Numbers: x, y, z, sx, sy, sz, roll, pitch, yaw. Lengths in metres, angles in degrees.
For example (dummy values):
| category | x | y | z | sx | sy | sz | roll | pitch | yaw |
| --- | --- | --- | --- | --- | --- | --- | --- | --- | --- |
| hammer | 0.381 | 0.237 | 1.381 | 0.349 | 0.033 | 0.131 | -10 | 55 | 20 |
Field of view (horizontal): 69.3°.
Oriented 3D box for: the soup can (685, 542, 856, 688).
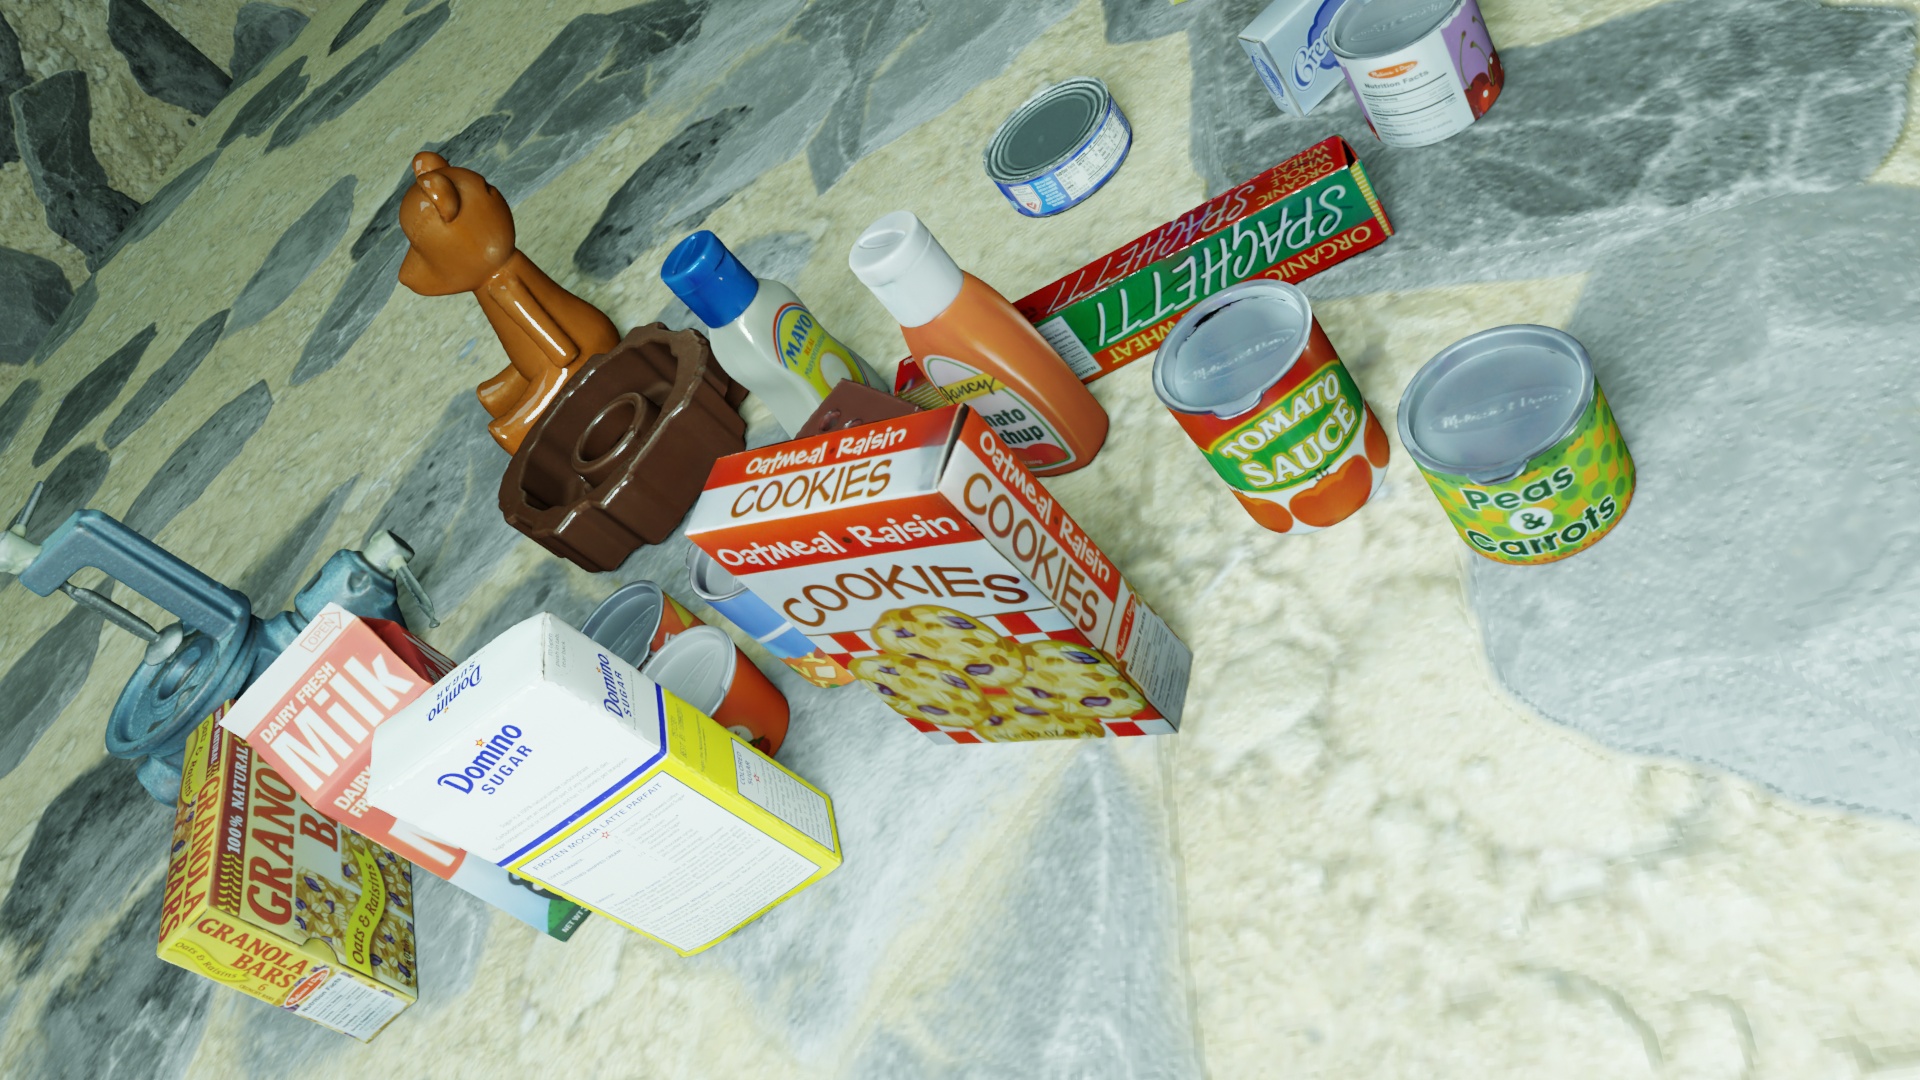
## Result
| category | x | y | z | sx | sy | sz | roll | pitch | yaw |
| --- | --- | --- | --- | --- | --- | --- | --- | --- | --- |
| soup can | -0.079 | 0.023 | 0.669 | 0.071 | 0.083 | 0.072 | -24 | 42 | 24 |

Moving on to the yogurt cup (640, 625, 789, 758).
| category | x | y | z | sx | sy | sz | roll | pitch | yaw |
| --- | --- | --- | --- | --- | --- | --- | --- | --- | --- |
| yogurt cup | -0.120 | 0.083 | 0.674 | 0.072 | 0.054 | 0.073 | -24 | 42 | 24 |

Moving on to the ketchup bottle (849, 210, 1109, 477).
| category | x | y | z | sx | sy | sz | roll | pitch | yaw |
| --- | --- | --- | --- | --- | --- | --- | --- | --- | --- |
| ketchup bottle | 0.007 | -0.089 | 0.641 | 0.064 | 0.148 | 0.044 | 0 | 56 | 43 |

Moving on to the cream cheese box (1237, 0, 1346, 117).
| category | x | y | z | sx | sy | sz | roll | pitch | yaw |
| --- | --- | --- | --- | --- | --- | --- | --- | --- | --- |
| cream cheese box | 0.197 | -0.275 | 0.721 | 0.104 | 0.053 | 0.024 | -44 | 38 | 1 |

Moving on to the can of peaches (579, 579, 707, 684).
| category | x | y | z | sx | sy | sz | roll | pitch | yaw |
| --- | --- | --- | --- | --- | --- | --- | --- | --- | --- |
| can of peaches | -0.160 | 0.065 | 0.723 | 0.071 | 0.058 | 0.071 | -24 | 42 | 24 |

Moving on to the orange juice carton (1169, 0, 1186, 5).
| category | x | y | z | sx | sy | sz | roll | pitch | yaw |
| --- | --- | --- | --- | --- | --- | --- | --- | --- | --- |
| orange juice carton | 0.118 | -0.421 | 0.814 | 0.073 | 0.192 | 0.072 | -8 | 50 | 38 |

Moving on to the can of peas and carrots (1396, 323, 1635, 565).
| category | x | y | z | sx | sy | sz | roll | pitch | yaw |
| --- | --- | --- | --- | --- | --- | --- | --- | --- | --- |
| can of peas and carrots | 0.197 | -0.031 | 0.490 | 0.071 | 0.058 | 0.071 | -24 | 42 | 24 |

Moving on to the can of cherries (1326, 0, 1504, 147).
| category | x | y | z | sx | sy | sz | roll | pitch | yaw |
| --- | --- | --- | --- | --- | --- | --- | --- | --- | --- |
| can of cherries | 0.217 | -0.232 | 0.658 | 0.071 | 0.058 | 0.072 | -24 | 42 | 24 |

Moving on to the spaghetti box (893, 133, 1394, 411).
| category | x | y | z | sx | sy | sz | roll | pitch | yaw |
| --- | --- | --- | --- | --- | --- | --- | --- | --- | --- |
| spaghetti box | 0.083 | -0.115 | 0.678 | 0.249 | 0.050 | 0.029 | -24 | 42 | 24 |

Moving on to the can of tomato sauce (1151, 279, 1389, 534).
| category | x | y | z | sx | sy | sz | roll | pitch | yaw |
| --- | --- | --- | --- | --- | --- | --- | --- | --- | --- |
| can of tomato sauce | 0.126 | -0.050 | 0.553 | 0.071 | 0.083 | 0.071 | -24 | 42 | 24 |

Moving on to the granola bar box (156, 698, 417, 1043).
| category | x | y | z | sx | sy | sz | roll | pitch | yaw |
| --- | --- | --- | --- | --- | --- | --- | --- | --- | --- |
| granola bar box | -0.355 | 0.173 | 0.745 | 0.039 | 0.124 | 0.166 | -41 | 38 | 5 |

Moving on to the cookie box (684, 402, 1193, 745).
| category | x | y | z | sx | sy | sz | roll | pitch | yaw |
| --- | --- | --- | --- | --- | --- | --- | --- | --- | --- |
| cookie box | -0.004 | 0.021 | 0.535 | 0.123 | 0.167 | 0.040 | -9 | 50 | 37 |

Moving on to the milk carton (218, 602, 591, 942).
| category | x | y | z | sx | sy | sz | roll | pitch | yaw |
| --- | --- | --- | --- | --- | --- | --- | --- | --- | --- |
| milk carton | -0.240 | 0.105 | 0.650 | 0.072 | 0.190 | 0.073 | -50 | 38 | -7 |

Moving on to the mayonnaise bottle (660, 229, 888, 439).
| category | x | y | z | sx | sy | sz | roll | pitch | yaw |
| --- | --- | --- | --- | --- | --- | --- | --- | --- | --- |
| mayonnaise bottle | -0.099 | -0.104 | 0.752 | 0.041 | 0.147 | 0.065 | -10 | 49 | 36 |
